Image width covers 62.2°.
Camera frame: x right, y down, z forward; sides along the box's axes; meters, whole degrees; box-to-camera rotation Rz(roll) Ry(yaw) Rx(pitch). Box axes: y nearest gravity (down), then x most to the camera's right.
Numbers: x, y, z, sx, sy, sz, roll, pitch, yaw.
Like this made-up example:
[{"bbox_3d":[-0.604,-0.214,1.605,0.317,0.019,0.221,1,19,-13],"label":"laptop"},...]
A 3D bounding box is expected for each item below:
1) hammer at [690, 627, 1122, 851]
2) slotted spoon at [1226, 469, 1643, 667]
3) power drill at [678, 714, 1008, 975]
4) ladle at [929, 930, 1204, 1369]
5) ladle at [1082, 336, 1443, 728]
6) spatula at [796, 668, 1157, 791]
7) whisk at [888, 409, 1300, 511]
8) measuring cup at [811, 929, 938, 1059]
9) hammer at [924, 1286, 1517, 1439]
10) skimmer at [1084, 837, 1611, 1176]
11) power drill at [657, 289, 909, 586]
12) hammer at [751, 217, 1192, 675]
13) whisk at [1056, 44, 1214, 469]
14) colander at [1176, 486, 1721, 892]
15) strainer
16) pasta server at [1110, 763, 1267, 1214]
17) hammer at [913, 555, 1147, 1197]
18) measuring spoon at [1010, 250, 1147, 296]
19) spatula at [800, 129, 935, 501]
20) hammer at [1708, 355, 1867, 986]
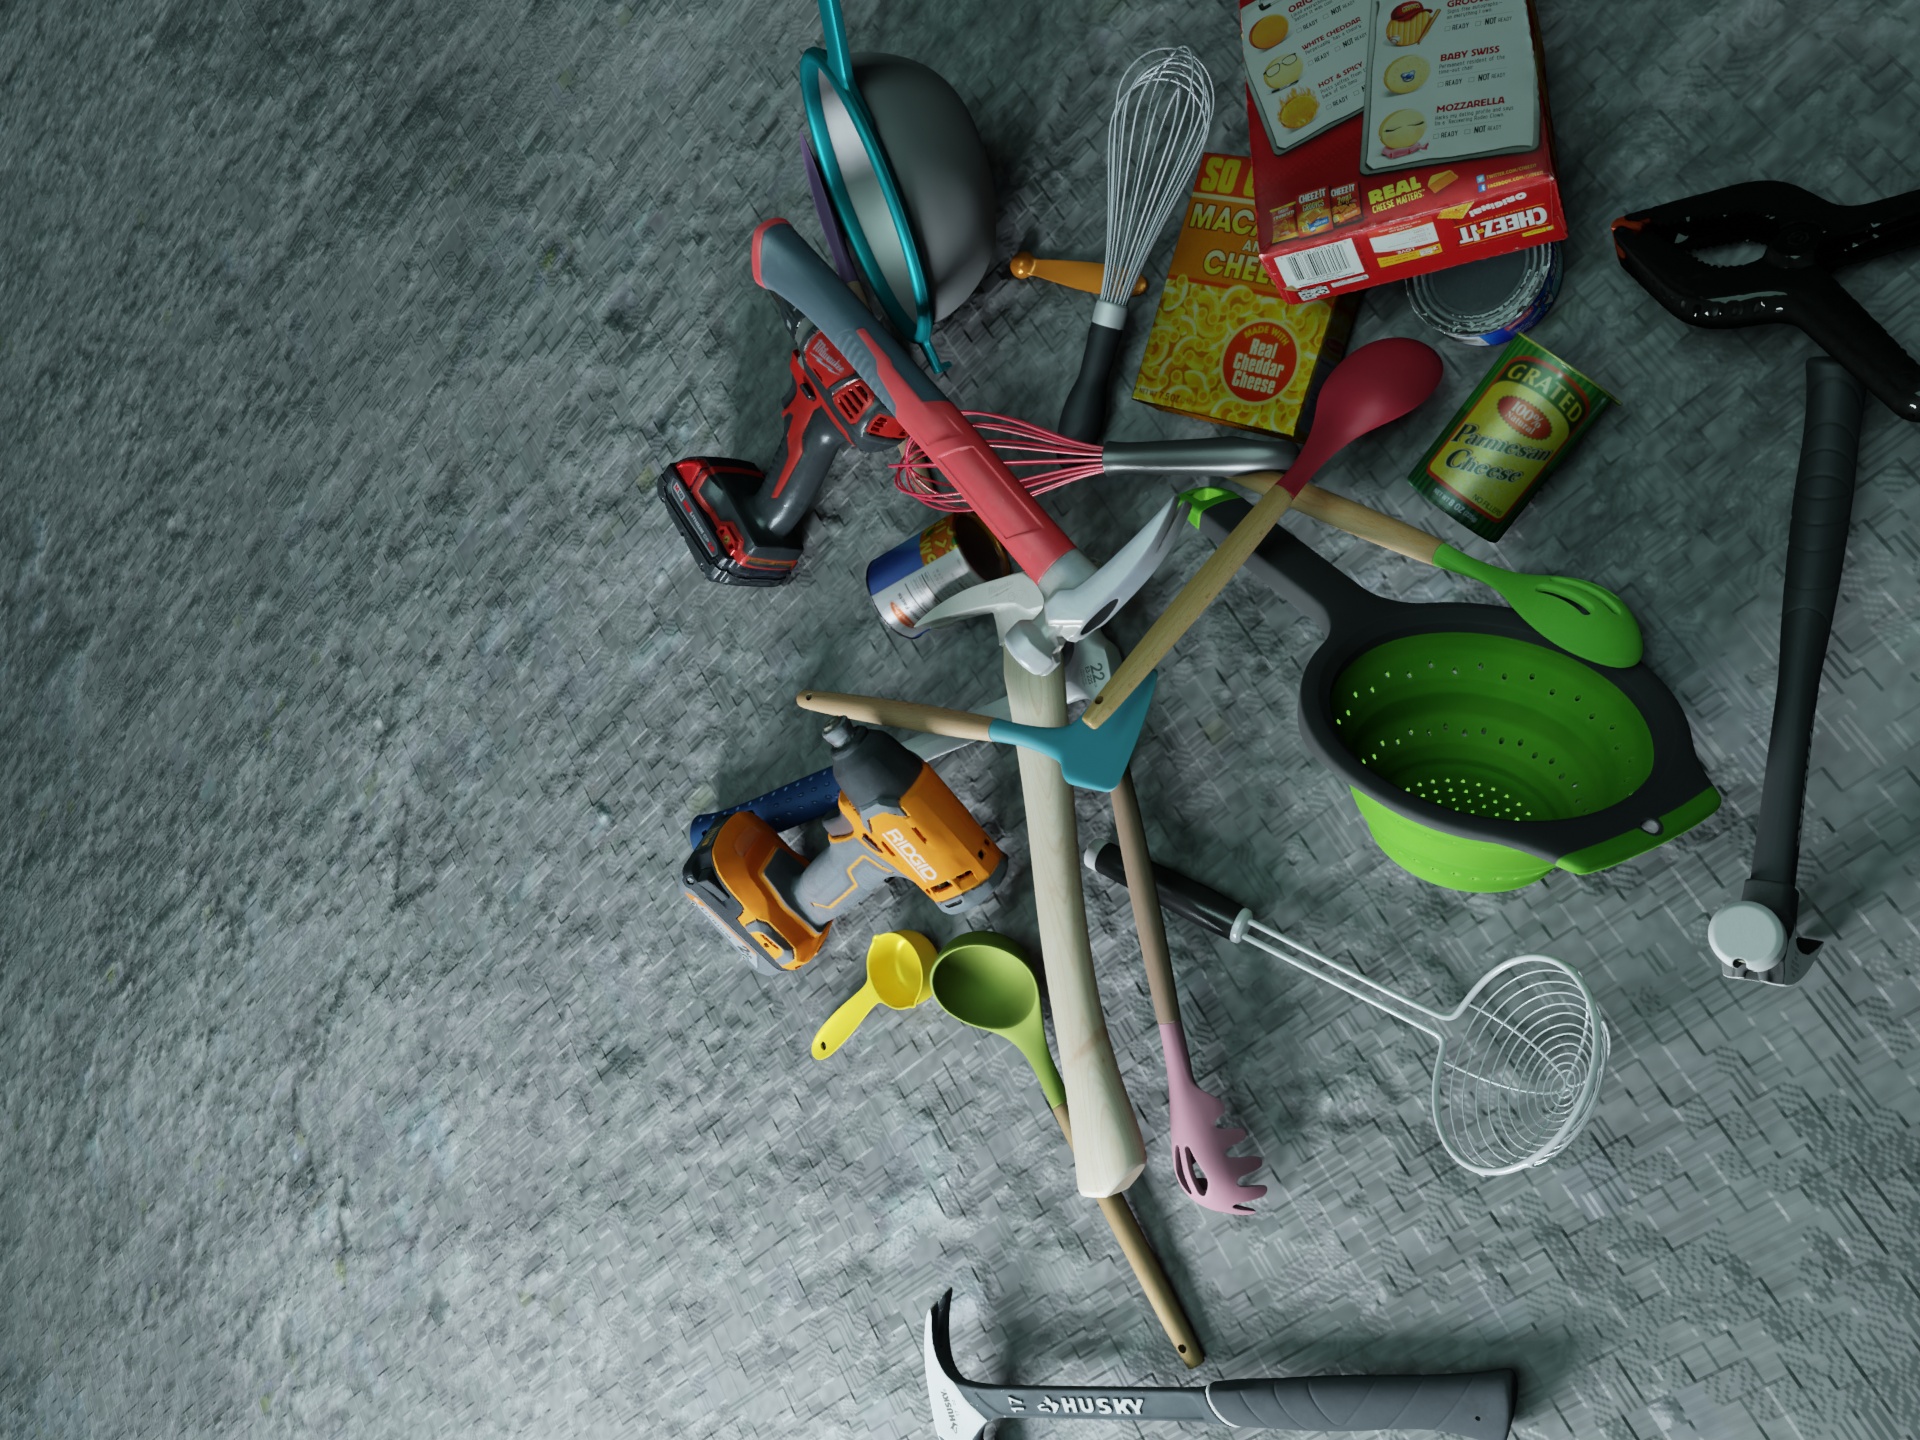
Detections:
[{"bbox_3d":[-0.049,0.036,1.184,0.405,0.035,0.144,-24,74,32],"label":"hammer"},{"bbox_3d":[0.267,-0.110,0.961,0.314,0.070,0.031,32,130,38],"label":"slotted spoon"},{"bbox_3d":[-0.097,0.088,1.144,0.226,0.084,0.164,-26,113,36],"label":"power drill"},{"bbox_3d":[0.075,0.286,1.074,0.078,0.062,0.320,-39,69,30],"label":"ladle"},{"bbox_3d":[0.177,-0.117,0.955,0.315,0.031,0.069,-50,45,-5],"label":"ladle"},{"bbox_3d":[-0.002,-0.003,1.061,0.318,0.044,0.082,8,70,40],"label":"spatula"},{"bbox_3d":[0.082,-0.175,1.061,0.296,0.073,0.073,4,90,29],"label":"whisk"},{"bbox_3d":[-0.066,0.212,1.201,0.156,0.029,0.062,-49,63,36],"label":"measuring cup"},{"bbox_3d":[0.149,0.430,1.013,0.409,0.036,0.149,-15,95,31],"label":"hammer"},{"bbox_3d":[0.211,0.145,0.960,0.363,0.090,0.127,25,91,34],"label":"skimmer"},{"bbox_3d":[-0.140,-0.232,1.219,0.226,0.080,0.188,-47,63,31],"label":"power drill"},{"bbox_3d":[-0.013,-0.216,1.053,0.143,0.038,0.387,-46,67,18],"label":"hammer"},{"bbox_3d":[0.110,-0.306,1.072,0.070,0.070,0.284,27,112,33],"label":"whisk"},{"bbox_3d":[0.248,-0.017,0.941,0.398,0.204,0.094,49,150,44],"label":"colander"},{"bbox_3d":[-0.038,-0.415,1.068,0.095,0.340,0.211,-23,58,-7],"label":"strainer"},{"bbox_3d":[0.134,0.163,1.016,0.060,0.040,0.316,-15,85,54],"label":"pasta server"},{"bbox_3d":[0.058,0.105,1.060,0.146,0.038,0.411,-13,80,36],"label":"hammer"},{"bbox_3d":[0.081,-0.316,1.123,0.117,0.011,0.021,21,100,34],"label":"measuring spoon"},{"bbox_3d":[-0.075,-0.312,1.219,0.018,0.059,0.316,-18,79,-5],"label":"spatula"},{"bbox_3d":[0.431,-0.030,0.813,0.035,0.146,0.335,6,80,35],"label":"hammer"}]
